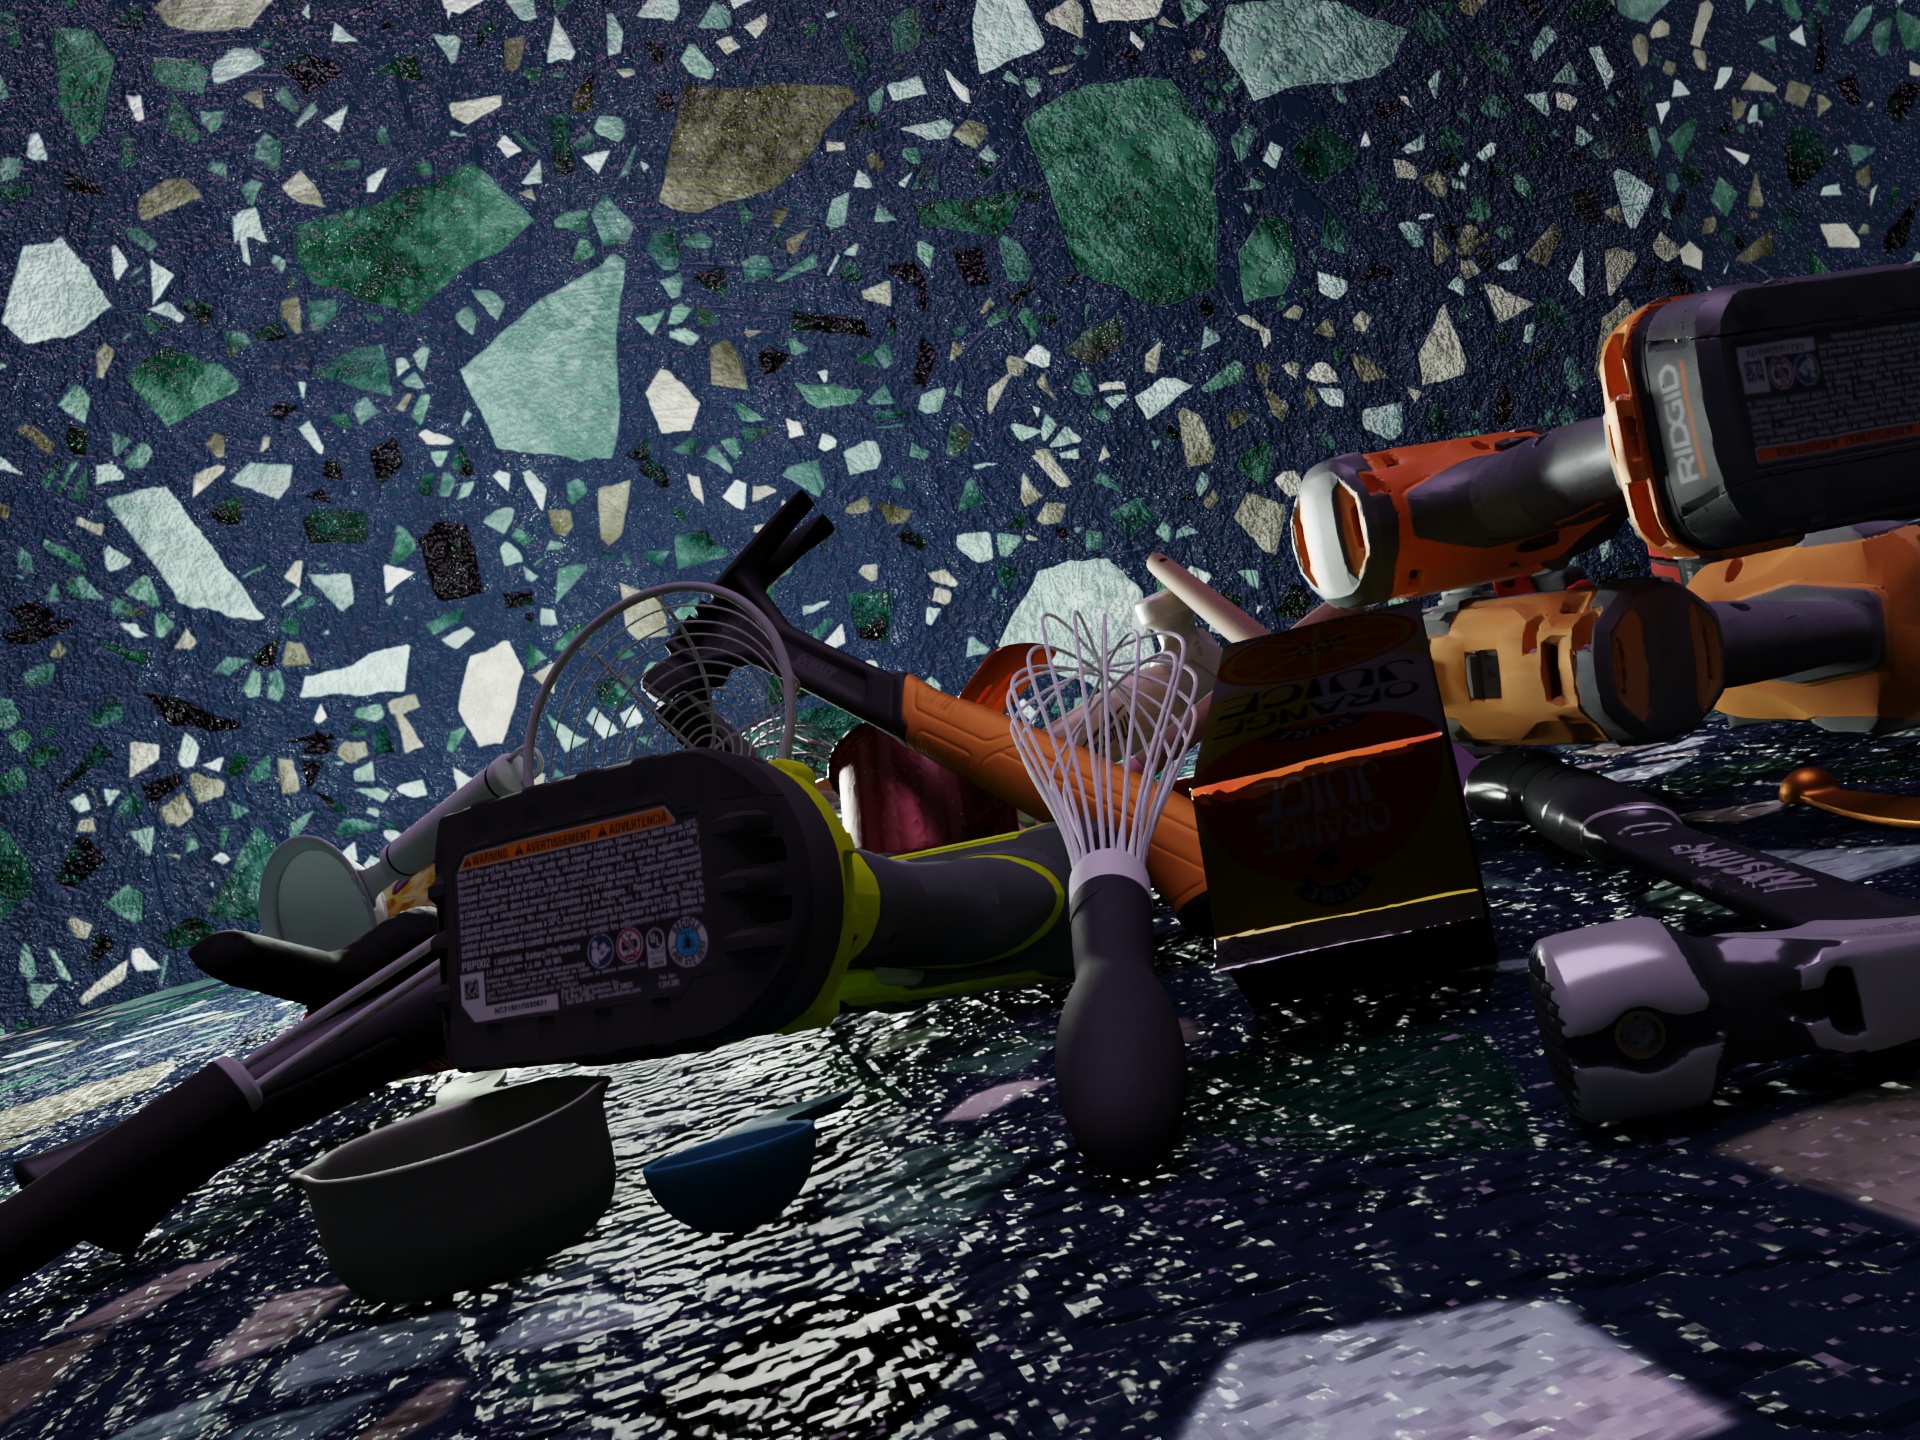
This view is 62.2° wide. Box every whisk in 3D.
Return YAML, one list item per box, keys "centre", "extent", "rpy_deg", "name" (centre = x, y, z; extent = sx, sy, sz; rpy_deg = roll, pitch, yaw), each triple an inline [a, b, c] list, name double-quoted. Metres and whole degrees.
- centre: [-0.025, 0.046, 0.936]
  extent: [0.246, 0.059, 0.057]
  rpy_deg: [16, -50, -33]
  name: "whisk"
- centre: [0.042, 0.035, 0.462]
  extent: [0.070, 0.070, 0.285]
  rpy_deg: [-15, 22, 10]
  name: "whisk"

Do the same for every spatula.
- centre: [0.173, -0.028, 0.854]
  extent: [0.060, 0.018, 0.316]
  rpy_deg: [-23, 33, -9]
  name: "spatula"
- centre: [-0.081, 0.033, 0.998]
  extent: [0.322, 0.041, 0.081]
  rpy_deg: [-25, -11, 26]
  name: "spatula"

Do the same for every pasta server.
- centre: [0.112, 0.002, 0.829]
  extent: [0.316, 0.040, 0.060]
  rpy_deg: [-38, 17, 2]
  name: "pasta server"

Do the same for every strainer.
- centre: [-0.262, 0.069, 0.744]
  extent: [0.258, 0.087, 0.050]
  rpy_deg: [-31, -7, 37]
  name: "strainer"

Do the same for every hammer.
- centre: [-0.194, 0.102, 0.634]
  extent: [0.335, 0.146, 0.035]
  rpy_deg: [-26, 0, -39]
  name: "hammer"
- centre: [0.009, 0.058, 0.900]
  extent: [0.410, 0.146, 0.038]
  rpy_deg: [-26, 5, -30]
  name: "hammer"
- centre: [0.211, 0.034, 0.475]
  extent: [0.149, 0.036, 0.409]
  rpy_deg: [-14, 0, 9]
  name: "hammer"
- centre: [-0.001, -0.002, 0.687]
  extent: [0.337, 0.034, 0.127]
  rpy_deg: [27, 75, 39]
  name: "hammer"

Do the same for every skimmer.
- centre: [-0.206, 0.072, 0.558]
  extent: [0.127, 0.090, 0.363]
  rpy_deg: [31, 50, 29]
  name: "skimmer"

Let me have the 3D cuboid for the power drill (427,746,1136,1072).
- centre: [-0.058, 0.069, 0.528]
  extent: [0.171, 0.080, 0.223]
  rpy_deg: [-14, -14, 27]
  name: "power drill"

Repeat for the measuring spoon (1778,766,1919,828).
- centre: [0.290, 0.023, 0.503]
  extent: [0.021, 0.011, 0.117]
  rpy_deg: [-15, 1, 5]
  name: "measuring spoon"

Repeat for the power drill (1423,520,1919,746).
- centre: [0.283, -0.028, 0.664]
  extent: [0.226, 0.084, 0.185]
  rpy_deg: [-7, 2, -23]
  name: "power drill"

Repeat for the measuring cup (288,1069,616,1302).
- centre: [-0.139, 0.127, 0.459]
  extent: [0.083, 0.038, 0.167]
  rpy_deg: [-15, -1, -15]
  name: "measuring cup"

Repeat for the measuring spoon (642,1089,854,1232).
- centre: [-0.046, 0.116, 0.423]
  extent: [0.042, 0.021, 0.128]
  rpy_deg: [-16, -9, 7]
  name: "measuring spoon"

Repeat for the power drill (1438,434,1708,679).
- centre: [0.370, -0.089, 0.930]
  extent: [0.080, 0.188, 0.227]
  rpy_deg: [-16, 5, -28]
  name: "power drill"

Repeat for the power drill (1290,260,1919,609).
- centre: [0.248, -0.095, 0.584]
  extent: [0.164, 0.084, 0.226]
  rpy_deg: [-12, 0, -20]
  name: "power drill"

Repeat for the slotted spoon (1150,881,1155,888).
- centre: [0.076, 0.072, 0.732]
  extent: [0.314, 0.031, 0.070]
  rpy_deg: [-17, -5, 38]
  name: "slotted spoon"
